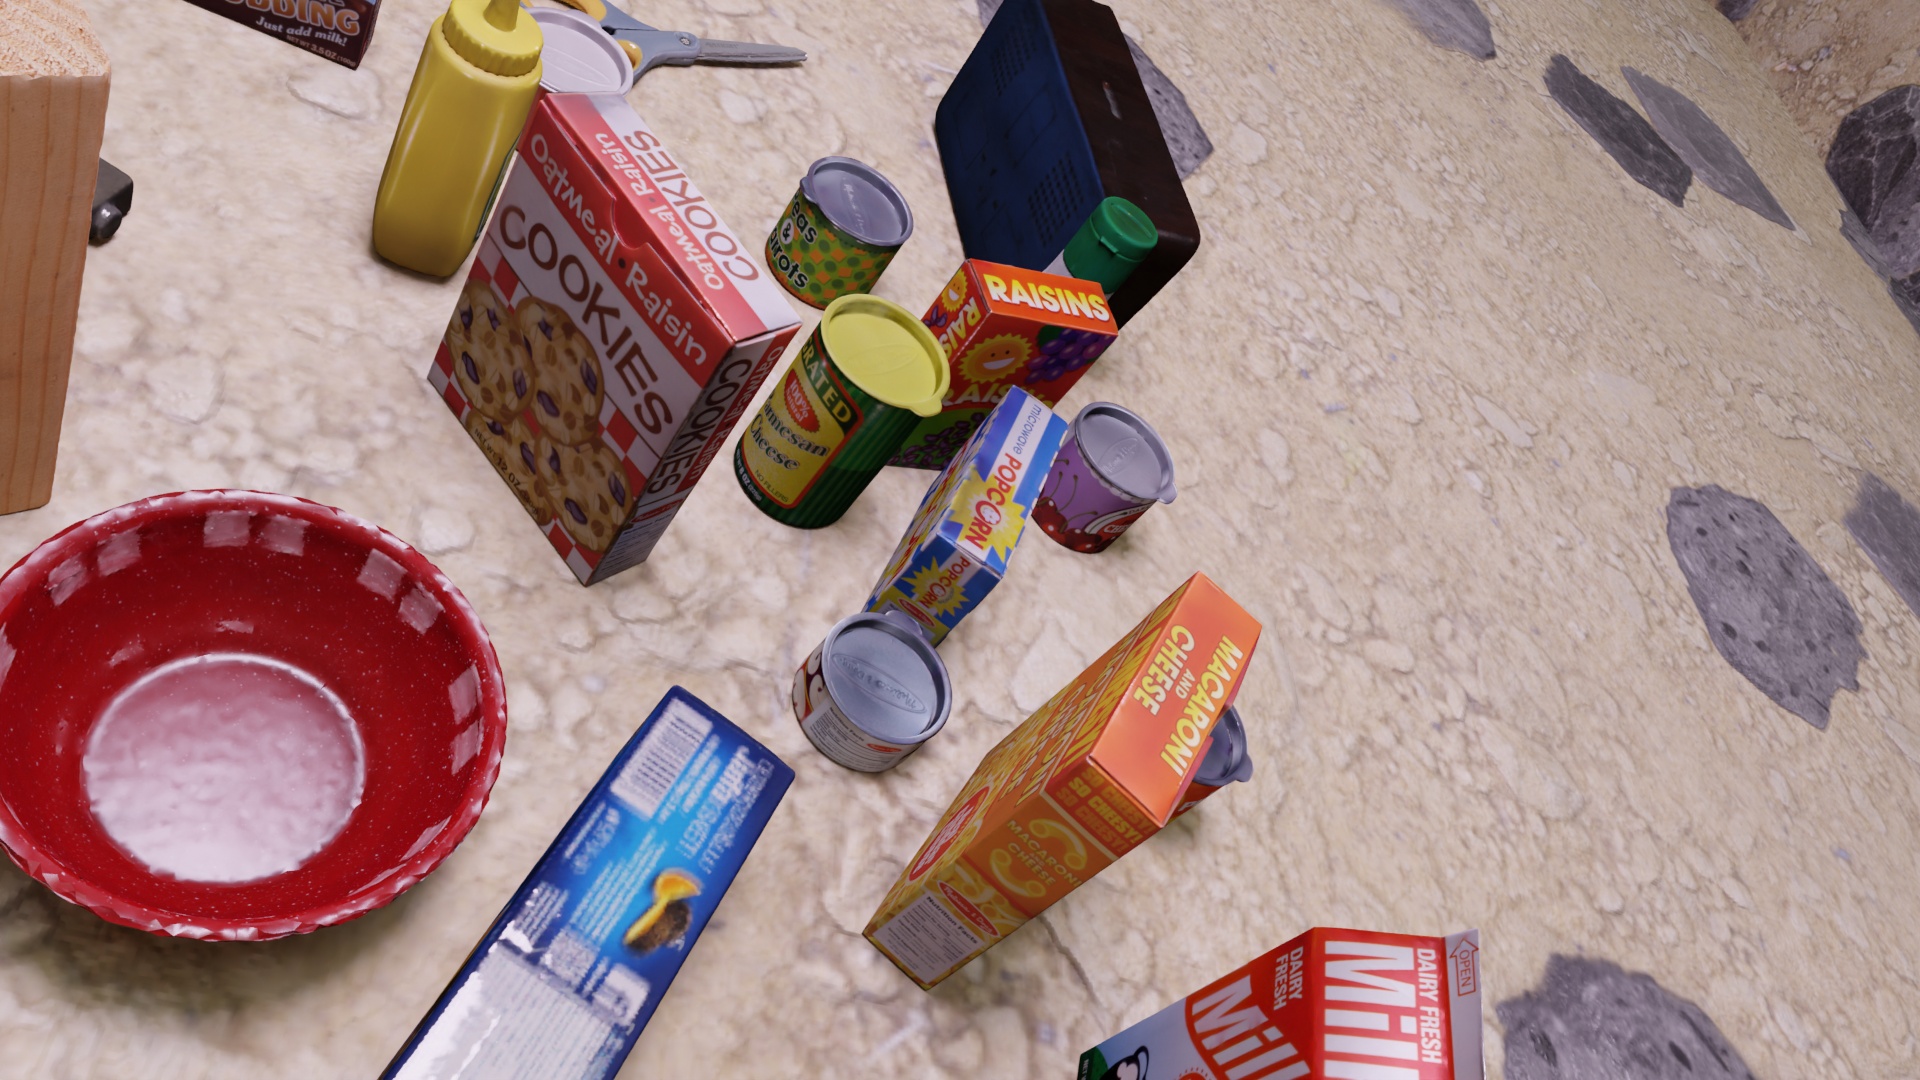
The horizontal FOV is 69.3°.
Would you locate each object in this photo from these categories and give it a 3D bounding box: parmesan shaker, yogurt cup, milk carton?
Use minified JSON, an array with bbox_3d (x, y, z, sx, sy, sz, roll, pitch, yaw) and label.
[{"bbox_3d":[-0.058,-0.057,0.664,0.071,0.102,0.072,21,46,-23],"label":"parmesan shaker"},{"bbox_3d":[-0.213,-0.237,0.730,0.072,0.053,0.073,21,46,-23],"label":"yogurt cup"},{"bbox_3d":[0.123,0.208,0.518,0.073,0.189,0.073,30,43,-14],"label":"milk carton"}]

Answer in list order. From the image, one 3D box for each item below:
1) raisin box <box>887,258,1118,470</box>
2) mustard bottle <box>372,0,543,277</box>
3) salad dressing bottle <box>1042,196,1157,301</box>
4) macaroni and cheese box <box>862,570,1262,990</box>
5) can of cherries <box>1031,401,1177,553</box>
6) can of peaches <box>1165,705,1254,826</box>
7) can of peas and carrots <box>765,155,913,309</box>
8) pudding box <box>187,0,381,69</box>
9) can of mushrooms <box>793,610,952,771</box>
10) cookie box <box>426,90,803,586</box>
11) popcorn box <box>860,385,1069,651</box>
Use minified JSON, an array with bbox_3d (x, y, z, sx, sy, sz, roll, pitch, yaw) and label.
[{"bbox_3d":[0.012,-0.088,0.727,0.086,0.122,0.040,4,55,-35],"label":"raisin box"},{"bbox_3d":[-0.216,-0.187,0.608,0.049,0.159,0.065,19,47,-25],"label":"mustard bottle"},{"bbox_3d":[0.052,-0.126,0.771,0.064,0.147,0.044,42,42,-1],"label":"salad dressing bottle"},{"bbox_3d":[0.042,0.099,0.564,0.040,0.165,0.124,42,42,-1],"label":"macaroni and cheese box"},{"bbox_3d":[0.078,-0.033,0.781,0.071,0.058,0.072,21,46,-23],"label":"can of cherries"},{"bbox_3d":[0.099,0.104,0.684,0.071,0.057,0.071,21,46,-23],"label":"can of peaches"},{"bbox_3d":[-0.071,-0.172,0.782,0.071,0.058,0.071,21,46,-23],"label":"can of peas and carrots"},{"bbox_3d":[-0.328,-0.272,0.676,0.084,0.049,0.030,18,47,-25],"label":"pudding box"},{"bbox_3d":[-0.039,0.067,0.628,0.071,0.033,0.071,20,46,-23],"label":"can of mushrooms"},{"bbox_3d":[-0.147,-0.077,0.565,0.123,0.166,0.040,51,42,9],"label":"cookie box"},{"bbox_3d":[0.002,-0.009,0.683,0.038,0.084,0.127,35,42,-8],"label":"popcorn box"}]
